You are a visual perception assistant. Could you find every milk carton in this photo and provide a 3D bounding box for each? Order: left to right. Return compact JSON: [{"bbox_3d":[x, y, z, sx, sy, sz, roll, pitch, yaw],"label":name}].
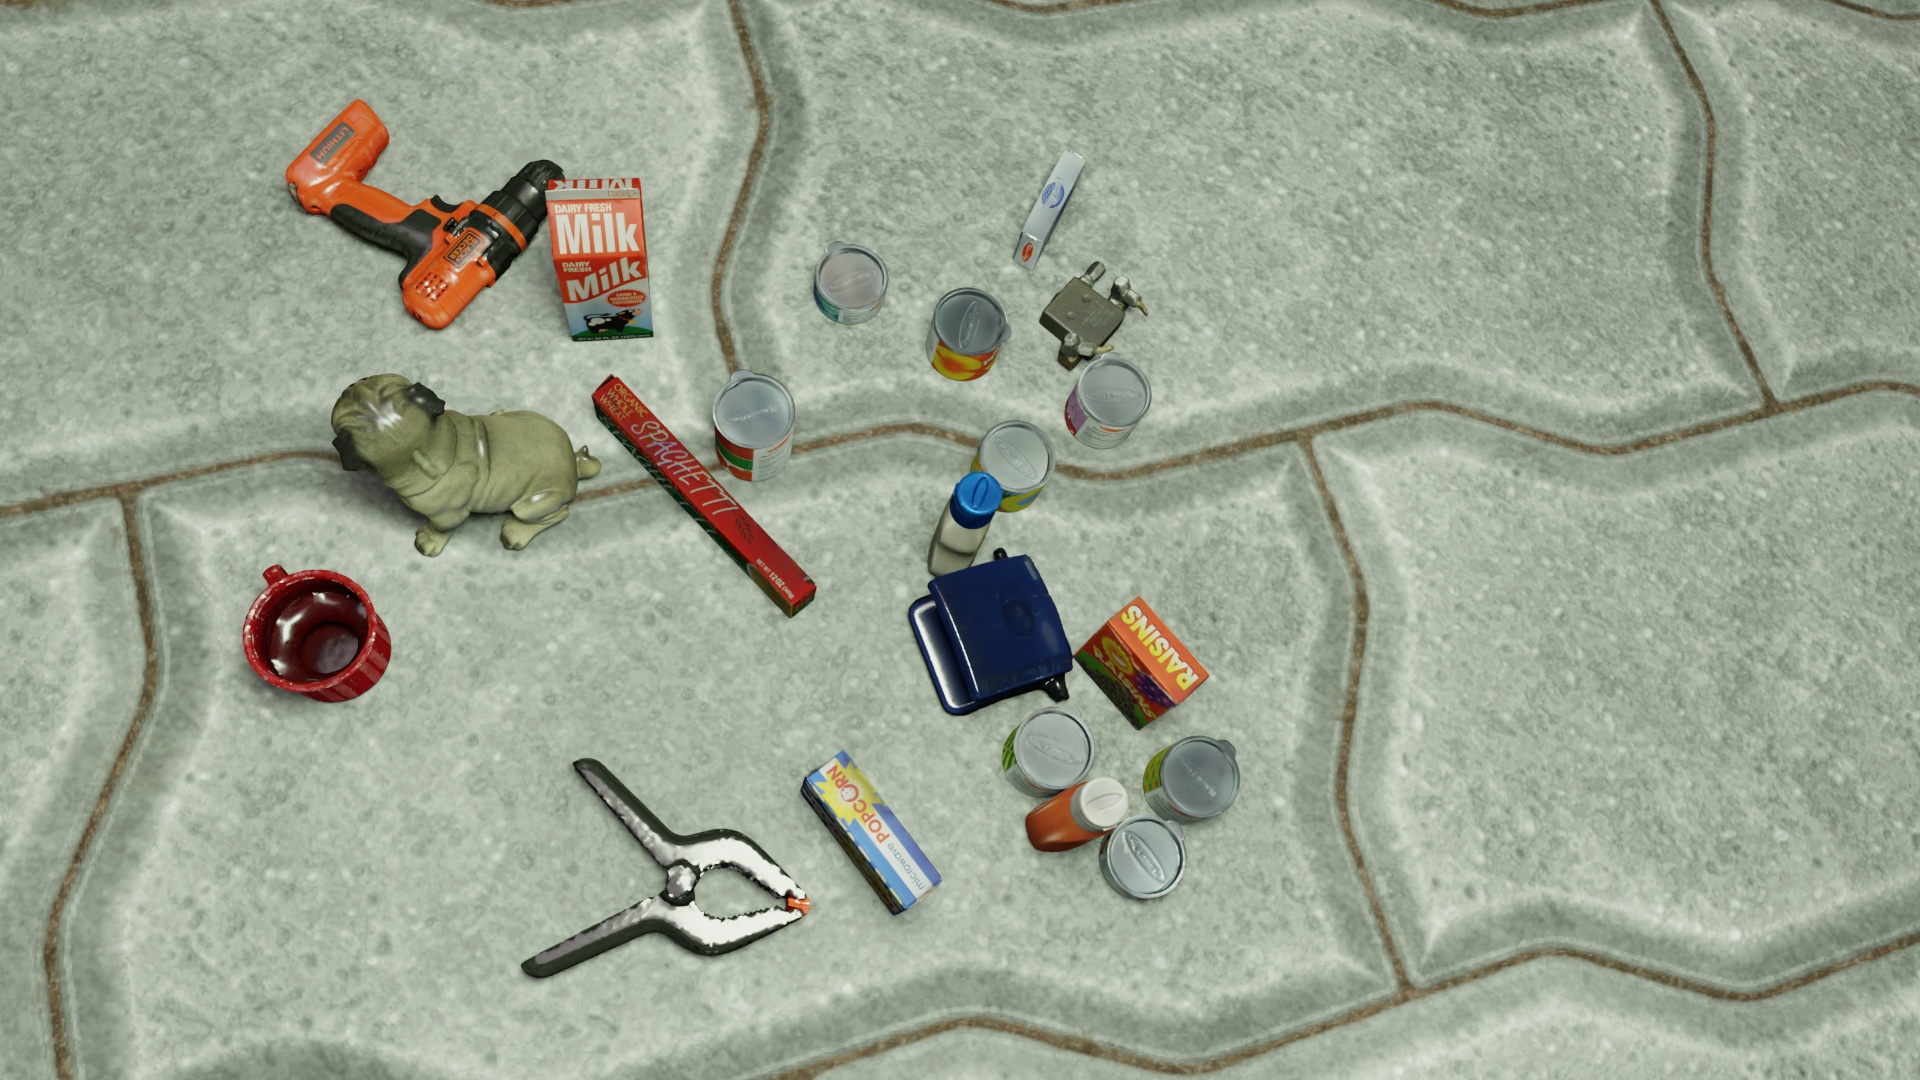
[{"bbox_3d":[-0.293,-0.237,1.135,0.072,0.190,0.073,-5,73,-11],"label":"milk carton"}]

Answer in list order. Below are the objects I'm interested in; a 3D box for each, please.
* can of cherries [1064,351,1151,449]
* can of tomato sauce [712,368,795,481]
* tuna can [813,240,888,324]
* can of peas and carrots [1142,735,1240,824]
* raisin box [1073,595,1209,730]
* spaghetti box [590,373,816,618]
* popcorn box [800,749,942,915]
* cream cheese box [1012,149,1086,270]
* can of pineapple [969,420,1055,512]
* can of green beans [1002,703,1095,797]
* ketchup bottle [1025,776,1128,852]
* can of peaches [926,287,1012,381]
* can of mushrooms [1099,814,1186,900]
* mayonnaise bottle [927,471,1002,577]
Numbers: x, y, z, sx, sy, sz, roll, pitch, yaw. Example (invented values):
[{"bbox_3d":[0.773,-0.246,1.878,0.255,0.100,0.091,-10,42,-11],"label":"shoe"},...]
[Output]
[{"bbox_3d":[0.131,-0.124,1.236,0.071,0.058,0.071,3,72,-8],"label":"can of cherries"},{"bbox_3d":[-0.174,-0.095,1.165,0.071,0.083,0.071,3,72,-8],"label":"can of tomato sauce"},{"bbox_3d":[-0.100,-0.232,1.248,0.071,0.032,0.071,3,72,-8],"label":"tuna can"},{"bbox_3d":[0.190,0.196,1.141,0.071,0.058,0.071,3,72,-8],"label":"can of peas and carrots"},{"bbox_3d":[0.144,0.102,1.130,0.040,0.123,0.086,-37,82,-18],"label":"raisin box"},{"bbox_3d":[-0.215,-0.037,1.157,0.029,0.050,0.250,-42,83,-18],"label":"spaghetti box"},{"bbox_3d":[-0.071,0.228,1.075,0.038,0.085,0.127,-36,81,-18],"label":"popcorn box"},{"bbox_3d":[0.082,-0.307,1.291,0.024,0.053,0.104,27,70,0],"label":"cream cheese box"},{"bbox_3d":[0.043,-0.063,1.203,0.071,0.057,0.071,3,72,-8],"label":"can of pineapple"},{"bbox_3d":[0.071,0.173,1.130,0.071,0.057,0.071,3,72,-8],"label":"can of green beans"},{"bbox_3d":[0.094,0.211,1.073,0.065,0.148,0.043,-15,76,-13],"label":"ketchup bottle"},{"bbox_3d":[0.007,-0.182,1.236,0.071,0.058,0.071,3,72,-8],"label":"can of peaches"},{"bbox_3d":[0.149,0.256,1.128,0.071,0.033,0.071,3,72,-8],"label":"can of mushrooms"},{"bbox_3d":[0.004,-0.014,1.133,0.041,0.147,0.065,20,71,-2],"label":"mayonnaise bottle"}]
